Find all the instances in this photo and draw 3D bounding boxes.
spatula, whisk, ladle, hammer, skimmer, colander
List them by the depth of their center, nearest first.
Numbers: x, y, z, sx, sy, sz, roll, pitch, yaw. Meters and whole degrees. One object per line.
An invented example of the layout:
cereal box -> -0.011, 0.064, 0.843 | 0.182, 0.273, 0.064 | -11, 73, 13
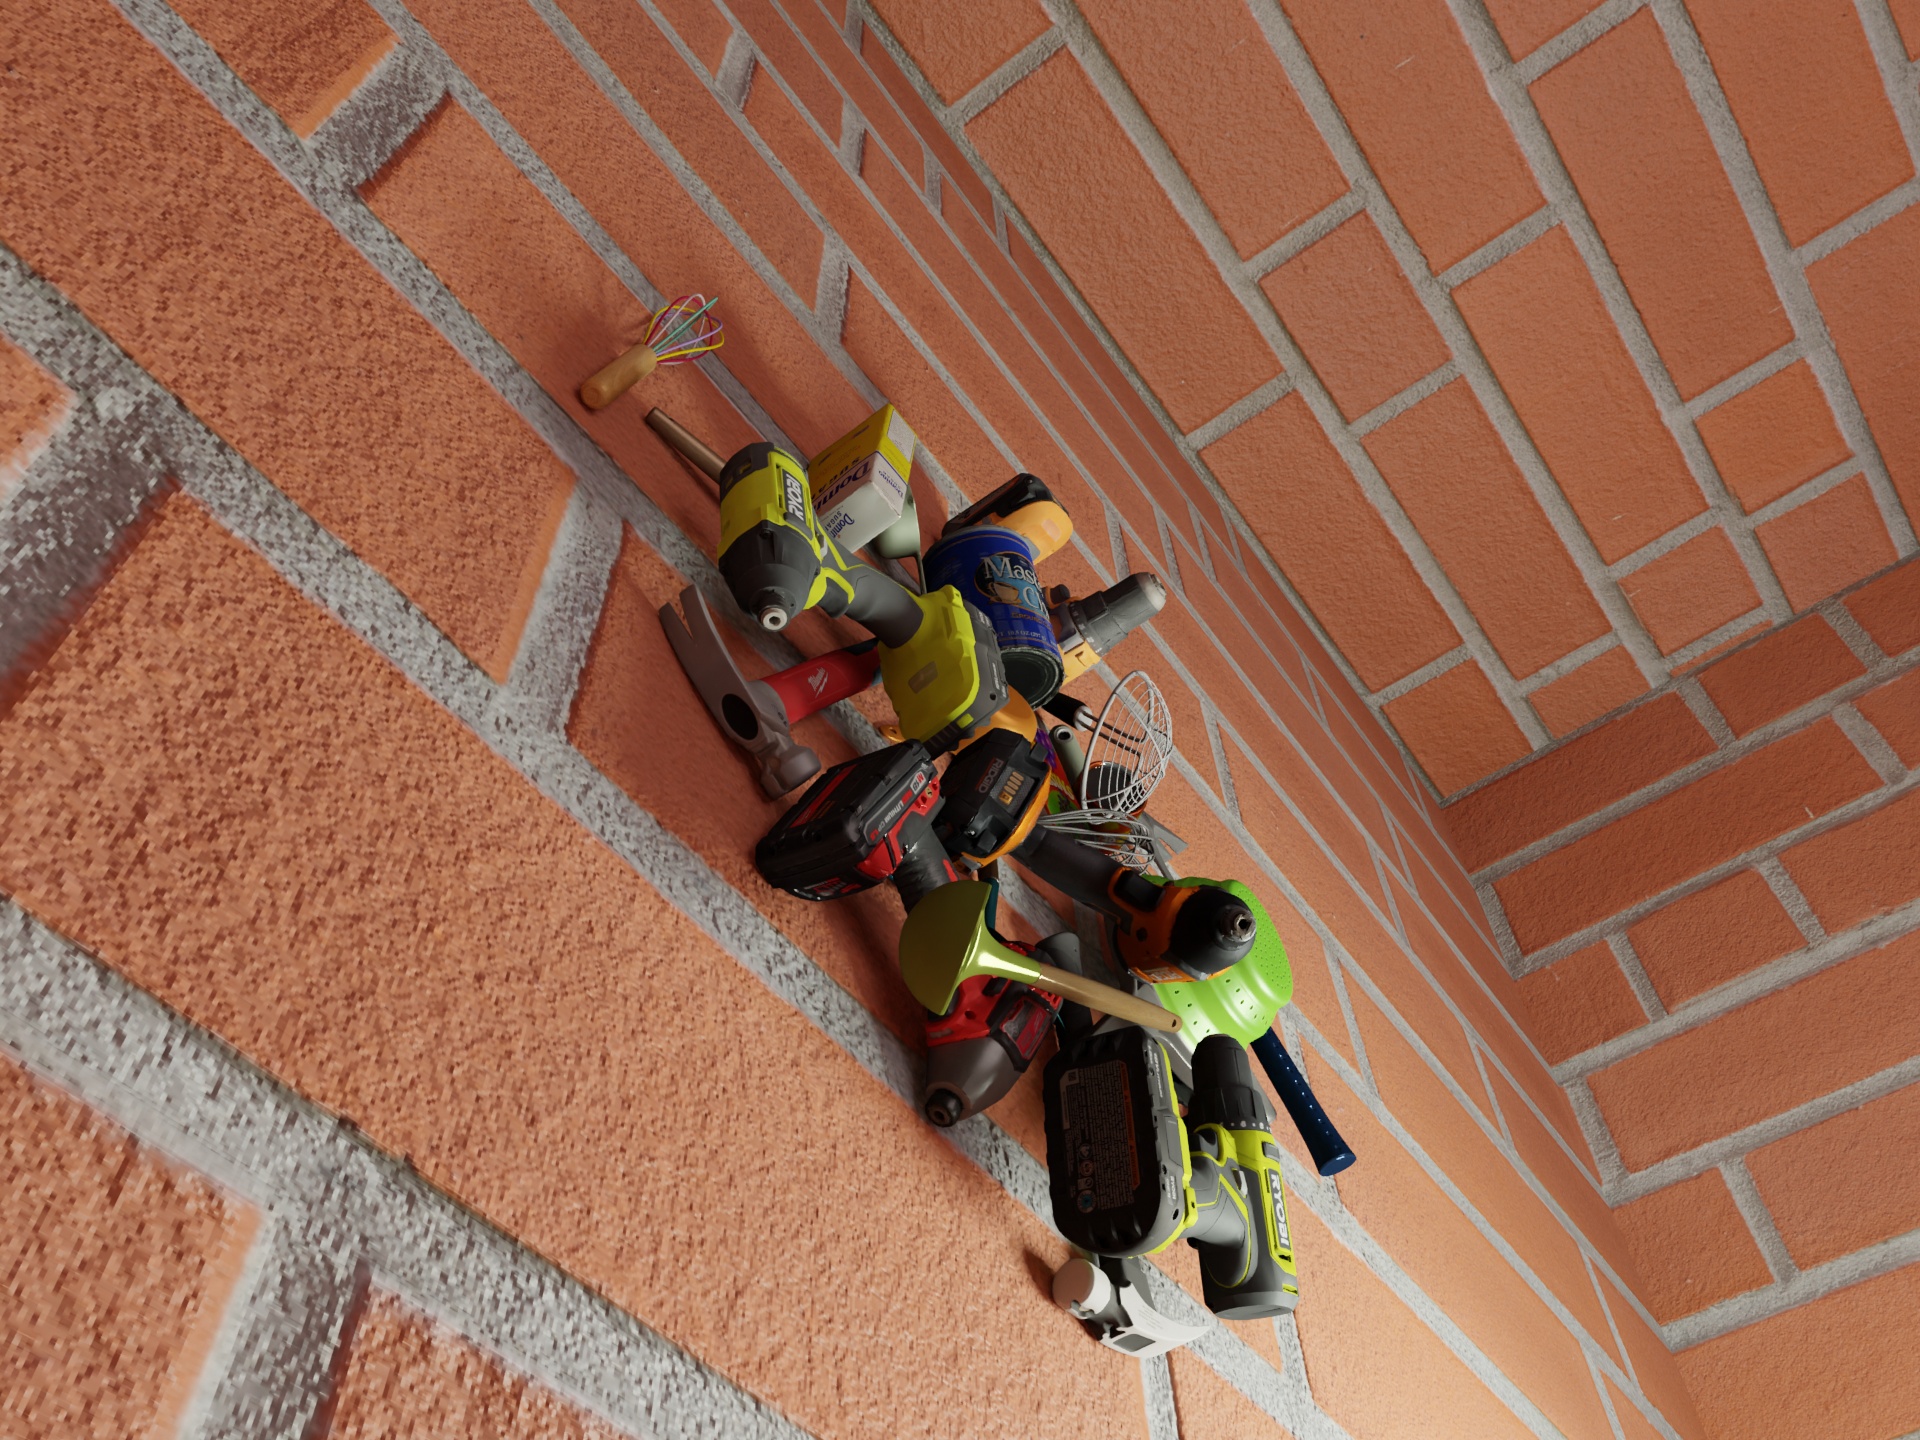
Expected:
ladle -> 0.067, 0.165, 0.984 | 0.319, 0.062, 0.078 | 29, 80, -49
hammer -> 0.096, 0.285, 1.125 | 0.146, 0.035, 0.335 | 43, 24, -35
hammer -> -0.090, -0.049, 1.165 | 0.143, 0.038, 0.386 | 57, 20, 1
whisk -> -0.222, -0.270, 1.168 | 0.047, 0.051, 0.245 | 58, 22, -19
whisk -> 0.047, 0.082, 1.179 | 0.238, 0.055, 0.055 | 10, 46, -29
spatula -> -0.109, -0.128, 1.195 | 0.315, 0.018, 0.060 | 39, 17, -23
spatula -> 0.031, 0.106, 1.217 | 0.318, 0.044, 0.082 | -97, 164, -52
colander -> 0.178, 0.205, 1.228 | 0.204, 0.094, 0.397 | 63, 22, 4
skimmer -> 0.099, 0.001, 1.389 | 0.090, 0.127, 0.363 | 13, 6, -15
whisk -> 0.135, 0.104, 1.479 | 0.059, 0.058, 0.247 | 92, -22, -57
hammer -> 0.249, 0.237, 1.481 | 0.144, 0.035, 0.406 | 34, 23, -51

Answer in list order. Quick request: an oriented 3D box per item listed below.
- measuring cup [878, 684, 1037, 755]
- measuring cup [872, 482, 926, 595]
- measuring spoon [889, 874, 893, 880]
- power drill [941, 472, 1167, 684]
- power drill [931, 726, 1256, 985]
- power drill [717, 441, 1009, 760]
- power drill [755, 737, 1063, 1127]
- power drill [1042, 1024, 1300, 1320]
measuring cup -> -0.002, -0.004, 1.263 | 0.095, 0.052, 0.173 | 47, 21, 24
measuring cup -> -0.053, -0.134, 1.381 | 0.083, 0.038, 0.167 | 137, -57, -81
measuring spoon -> -0.052, 0.104, 1.071 | 0.128, 0.021, 0.042 | 47, 31, -54
power drill -> 0.084, -0.132, 1.492 | 0.084, 0.185, 0.226 | 42, 22, -45
power drill -> 0.091, 0.099, 1.070 | 0.226, 0.084, 0.164 | 34, -18, -7
power drill -> -0.071, -0.074, 1.086 | 0.223, 0.080, 0.171 | 37, 26, -33
power drill -> -0.024, 0.135, 0.980 | 0.219, 0.078, 0.143 | 59, 38, -15
power drill -> 0.146, 0.281, 1.048 | 0.228, 0.080, 0.191 | 35, 42, -47
